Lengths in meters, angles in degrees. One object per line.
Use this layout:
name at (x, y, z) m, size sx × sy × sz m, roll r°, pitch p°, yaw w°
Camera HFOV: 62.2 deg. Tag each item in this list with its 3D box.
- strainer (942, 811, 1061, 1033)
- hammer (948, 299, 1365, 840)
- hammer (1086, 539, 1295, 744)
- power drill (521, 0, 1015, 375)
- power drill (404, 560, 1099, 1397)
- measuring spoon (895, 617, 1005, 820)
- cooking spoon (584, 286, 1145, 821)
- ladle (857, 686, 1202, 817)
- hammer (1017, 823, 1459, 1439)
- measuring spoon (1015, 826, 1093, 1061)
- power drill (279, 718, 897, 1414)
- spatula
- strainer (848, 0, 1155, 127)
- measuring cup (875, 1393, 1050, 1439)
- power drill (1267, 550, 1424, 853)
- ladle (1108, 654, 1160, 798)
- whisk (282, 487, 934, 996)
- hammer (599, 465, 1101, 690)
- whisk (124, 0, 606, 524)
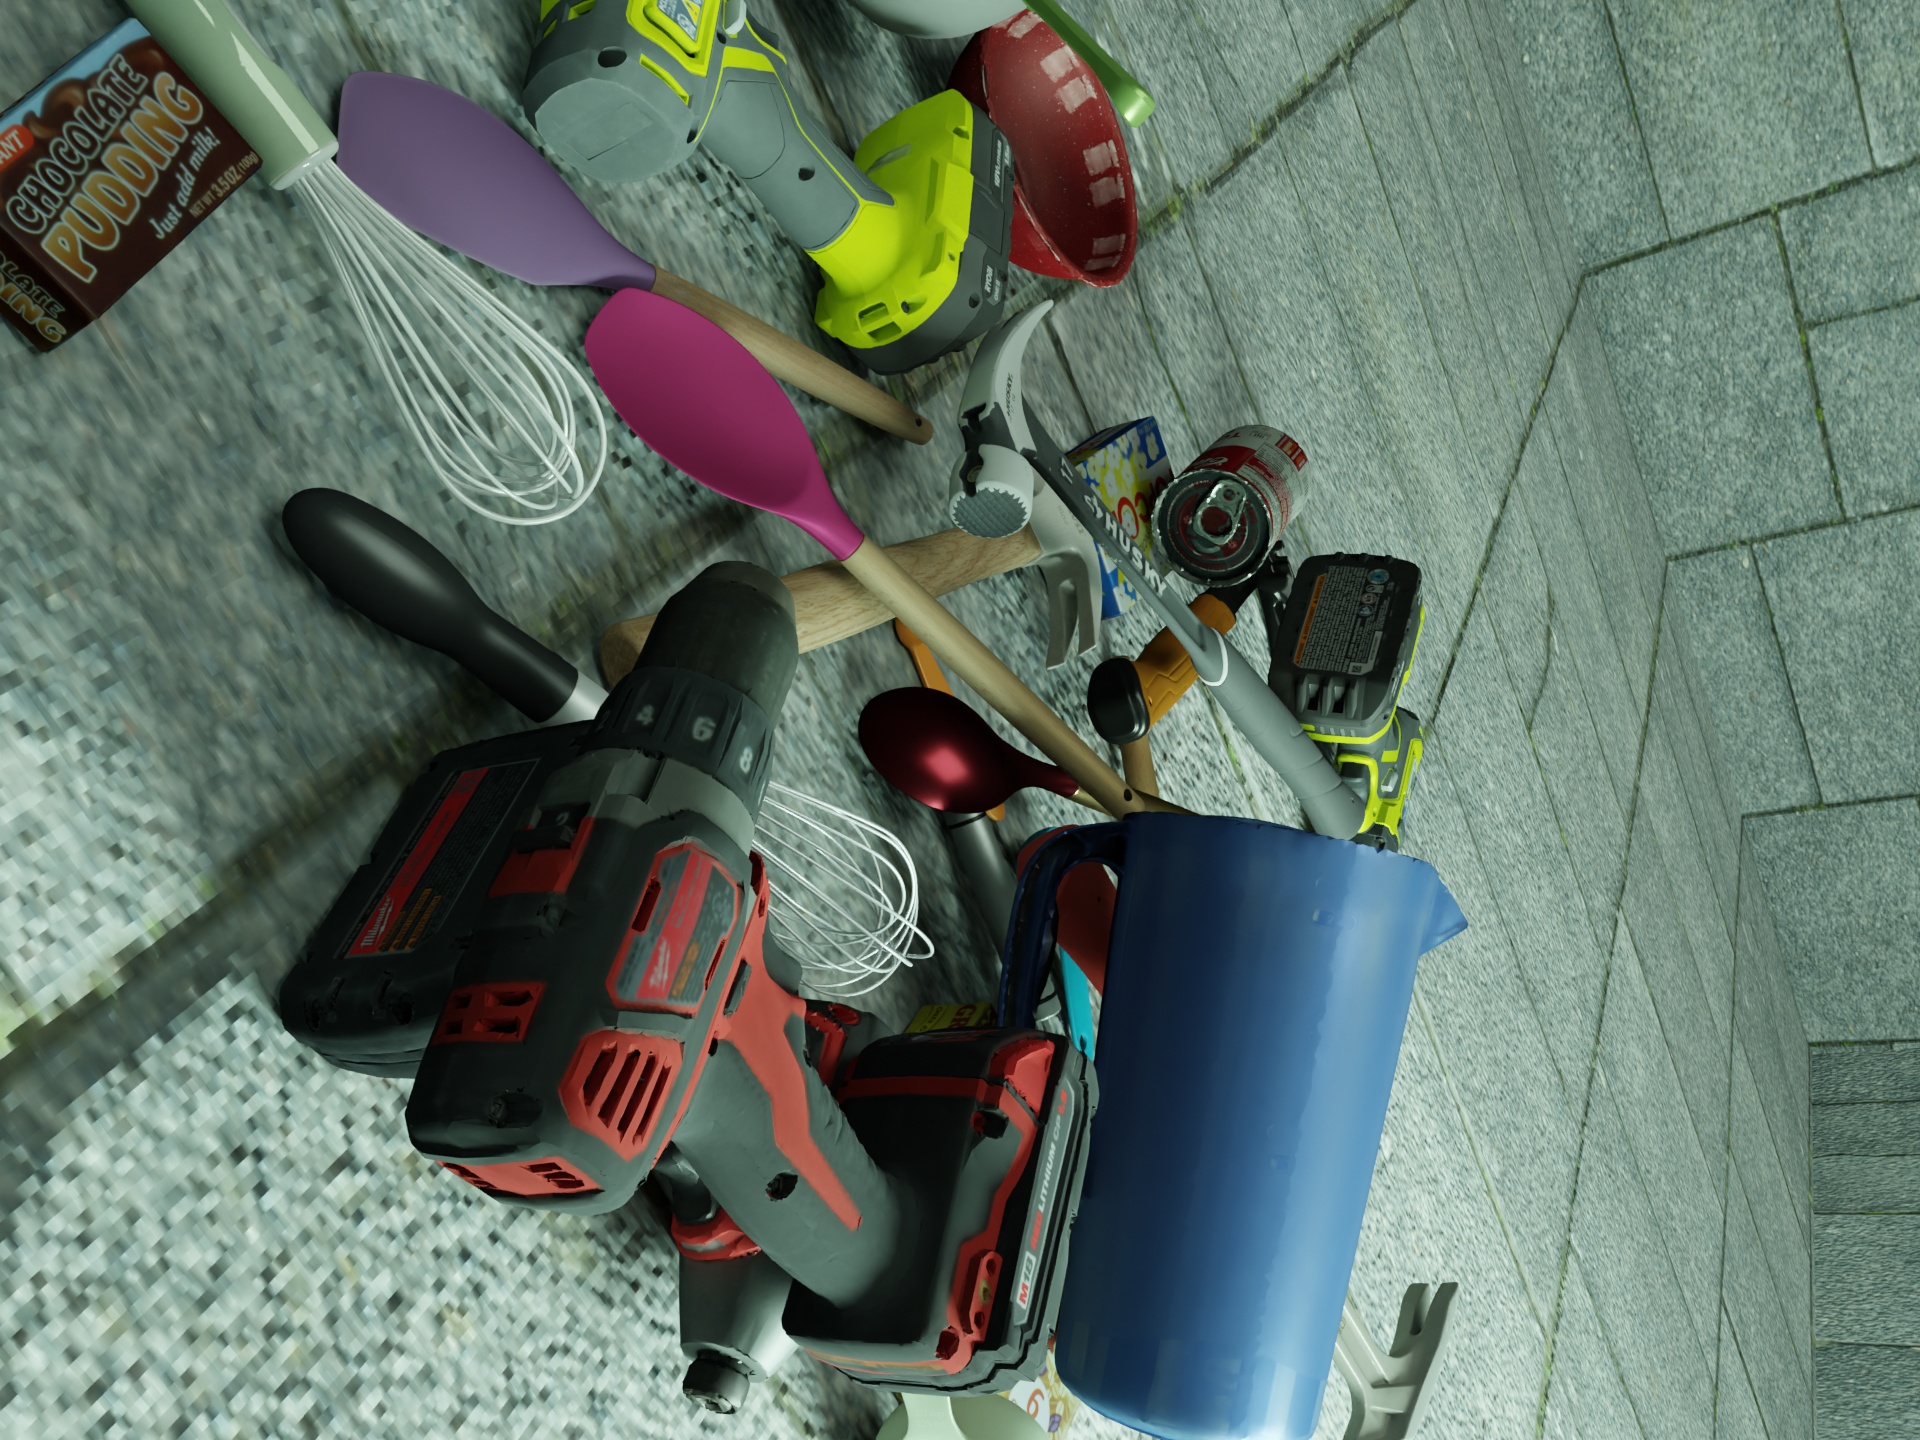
strainer at (0.038, 0.141, 0.742) m, size 0.087 × 0.050 × 0.258 m, roll -46°, pitch 115°, yaw -84°
hammer at (0.121, -0.049, 0.835) m, size 0.408 × 0.036 × 0.149 m, roll 43°, pitch 39°, yaw -40°
hammer at (0.148, -0.051, 0.952) m, size 0.337 × 0.034 × 0.127 m, roll -40°, pitch 112°, yaw -59°
power drill at (-0.074, -0.271, 0.676) m, size 0.228 × 0.080 × 0.191 m, roll 32°, pitch 54°, yaw -45°
power drill at (-0.045, 0.082, 0.472) m, size 0.226 × 0.080 × 0.188 m, roll 51°, pitch 42°, yaw -39°
measuring spoon at (-0.001, -0.002, 0.753) m, size 0.021 × 0.011 × 0.116 m, roll -49°, pitch 119°, yaw -51°
cooking spoon at (-0.028, -0.054, 0.657) m, size 0.318 × 0.017 × 0.069 m, roll 42°, pitch 51°, yaw -24°
ladle at (0.068, 0.038, 0.792) m, size 0.315 × 0.031 × 0.069 m, roll 20°, pitch 40°, yaw -47°
hammer at (0.136, 0.201, 0.771) m, size 0.359 × 0.037 × 0.149 m, roll 59°, pitch 43°, yaw -12°
measuring spoon at (0.046, 0.114, 0.789) m, size 0.042 × 0.021 × 0.128 m, roll -31°, pitch 115°, yaw -56°
power drill at (-0.099, 0.116, 0.513) m, size 0.219 × 0.078 × 0.143 m, roll 55°, pitch 39°, yaw -35°
spatula at (-0.109, -0.169, 0.640) m, size 0.315 × 0.018 × 0.060 m, roll 18°, pitch 67°, yaw -52°
strainer at (-0.005, -0.335, 0.737) m, size 0.151 × 0.069 × 0.257 m, roll 15°, pitch 35°, yaw -57°
measuring cup at (-0.006, 0.247, 0.590) m, size 0.038 × 0.083 × 0.167 m, roll -55°, pitch 137°, yaw -65°
power drill at (0.259, 0.015, 1.044) m, size 0.223 × 0.080 × 0.171 m, roll 68°, pitch 37°, yaw -47°
ladle at (0.102, 0.119, 0.854) m, size 0.078 × 0.062 × 0.320 m, roll 18°, pitch 58°, yaw -53°
whisk at (-0.110, 0.014, 0.547) m, size 0.284 × 0.070 × 0.070 m, roll 41°, pitch 47°, yaw -33°
hammer at (-0.030, -0.059, 0.699) m, size 0.331 × 0.031 × 0.130 m, roll -27°, pitch 90°, yaw -53°
whisk at (-0.194, -0.164, 0.487) m, size 0.059 × 0.058 × 0.246 m, roll -44°, pitch 116°, yaw -19°
